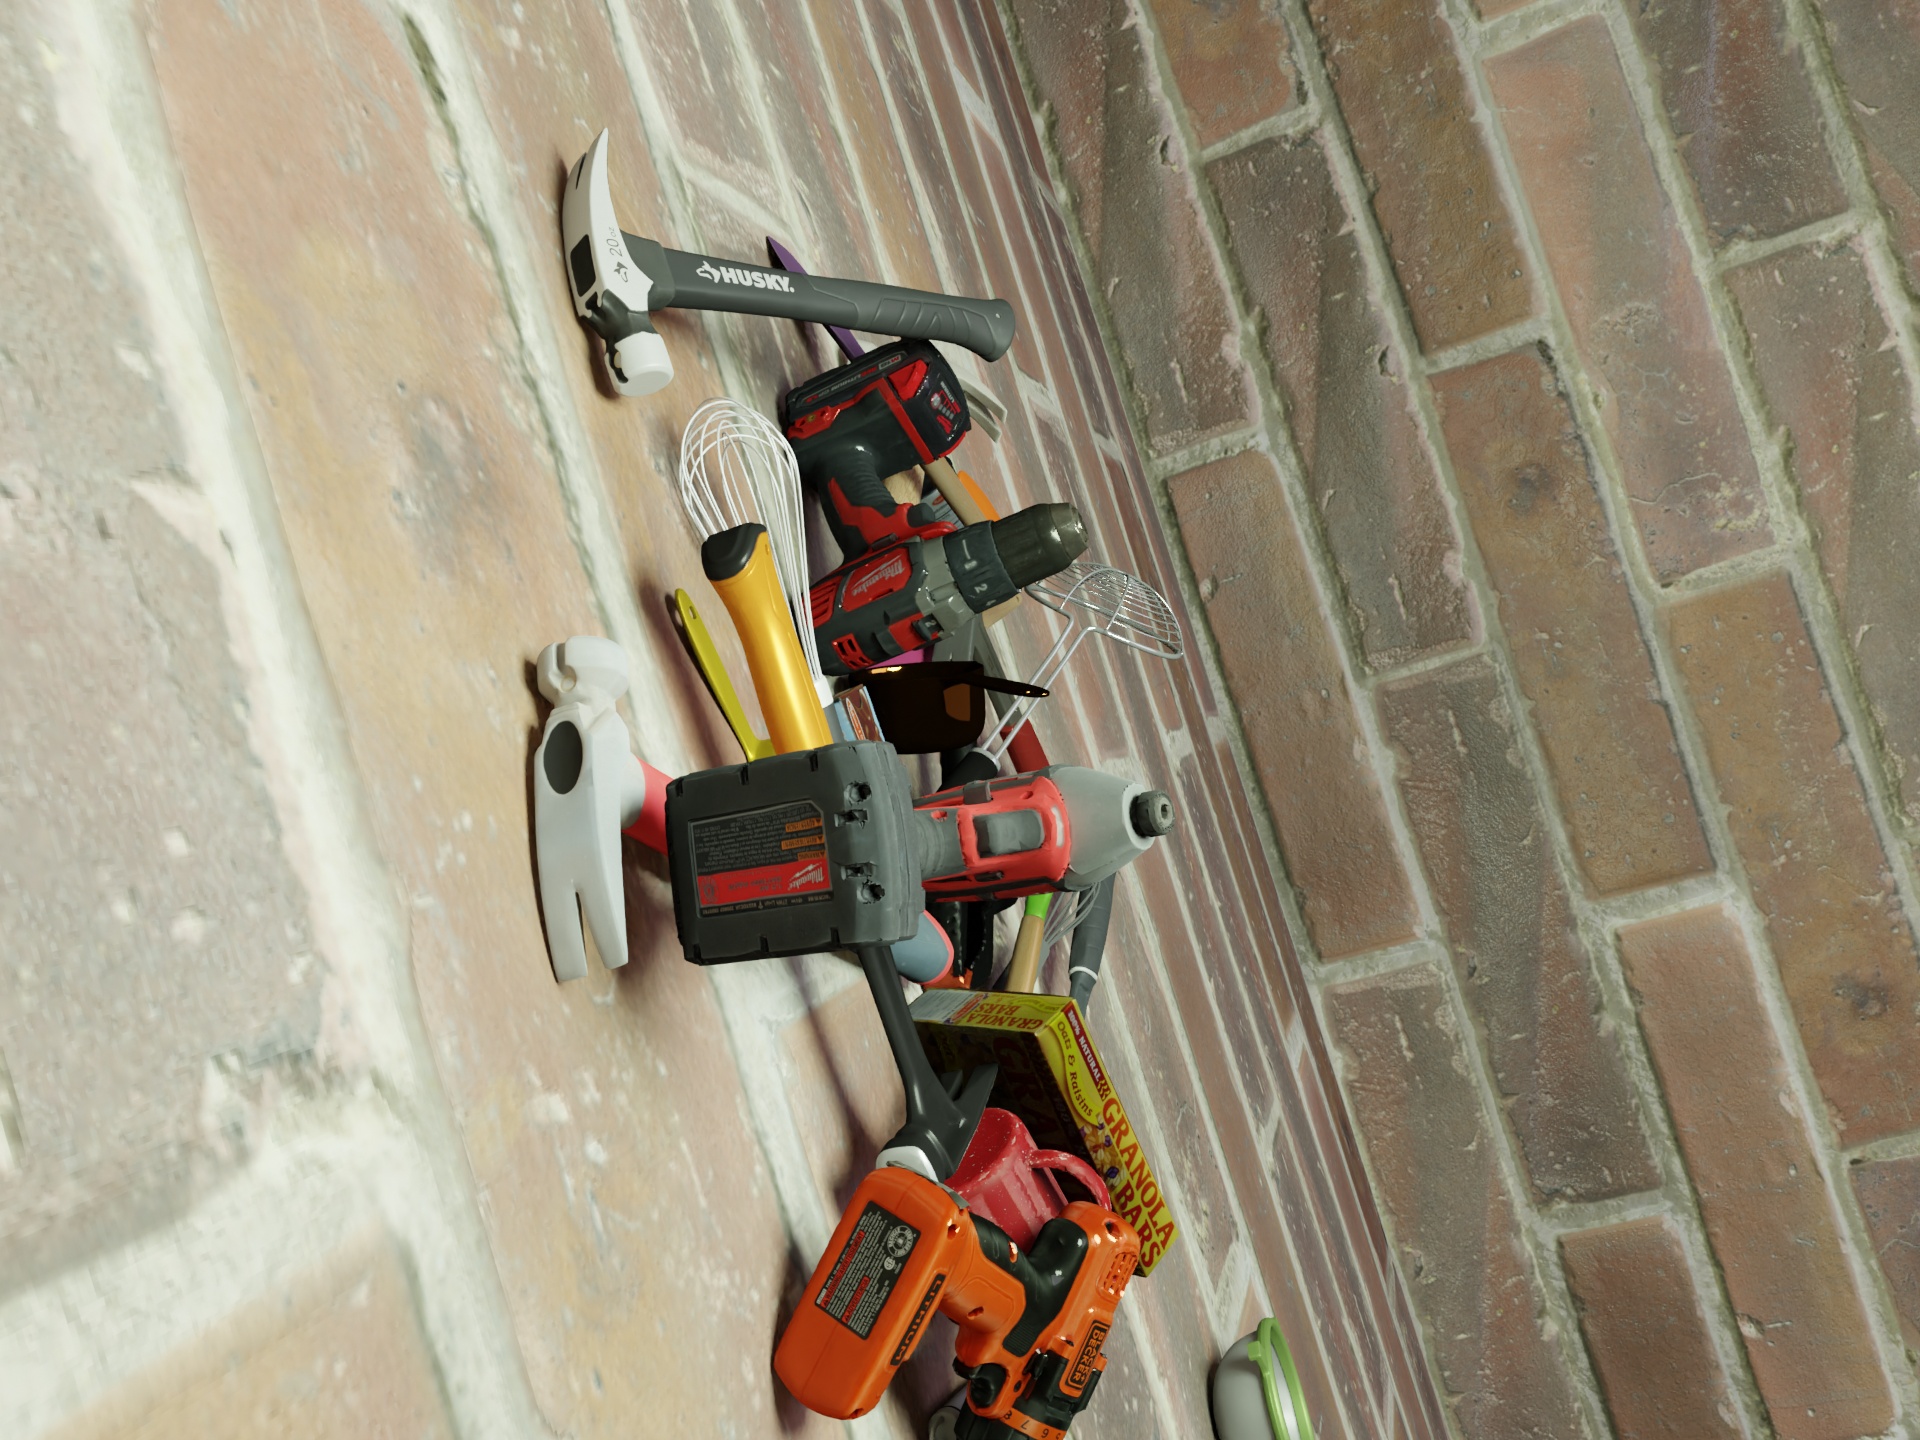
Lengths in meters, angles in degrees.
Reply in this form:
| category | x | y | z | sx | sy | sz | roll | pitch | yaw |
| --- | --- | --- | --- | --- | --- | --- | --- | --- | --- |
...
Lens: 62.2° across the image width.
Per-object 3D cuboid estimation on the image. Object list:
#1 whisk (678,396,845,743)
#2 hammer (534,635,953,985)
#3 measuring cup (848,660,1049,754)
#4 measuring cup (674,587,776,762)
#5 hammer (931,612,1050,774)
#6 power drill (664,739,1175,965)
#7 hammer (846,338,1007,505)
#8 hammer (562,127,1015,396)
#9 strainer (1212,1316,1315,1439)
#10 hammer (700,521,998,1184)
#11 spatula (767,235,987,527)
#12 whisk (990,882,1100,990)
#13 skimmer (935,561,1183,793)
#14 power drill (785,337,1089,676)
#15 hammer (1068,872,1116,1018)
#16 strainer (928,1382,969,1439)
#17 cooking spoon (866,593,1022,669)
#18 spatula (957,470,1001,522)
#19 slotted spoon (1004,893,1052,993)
| category | x | y | z | sx | sy | sz | roll | pitch | yaw |
| --- | --- | --- | --- | --- | --- | --- | --- | --- | --- |
| whisk | -0.096 | -0.045 | 0.904 | 0.070 | 0.070 | 0.284 | -63 | 138 | -69 |
| hammer | -0.087 | 0.095 | 0.798 | 0.386 | 0.038 | 0.143 | 44 | 33 | -60 |
| measuring cup | -0.002 | -0.003 | 0.989 | 0.095 | 0.174 | 0.052 | -10 | 103 | -36 |
| measuring cup | -0.108 | -0.006 | 0.849 | 0.062 | 0.029 | 0.156 | -80 | 150 | -60 |
| hammer | 0.051 | 0.033 | 1.278 | 0.358 | 0.037 | 0.149 | 65 | 29 | -46 |
| power drill | -0.010 | 0.053 | 0.697 | 0.219 | 0.143 | 0.078 | 1 | 80 | -54 |
| hammer | -0.042 | -0.164 | 1.155 | 0.031 | 0.130 | 0.332 | 107 | -6 | -47 |
| hammer | -0.085 | -0.253 | 0.938 | 0.334 | 0.035 | 0.146 | -8 | 73 | -47 |
| strainer | 0.266 | 0.644 | 1.344 | 0.151 | 0.069 | 0.256 | 34 | 41 | -69 |
| hammer | -0.057 | 0.063 | 0.798 | 0.127 | 0.034 | 0.337 | -44 | 117 | -70 |
| spatula | -0.053 | -0.232 | 1.147 | 0.316 | 0.018 | 0.059 | 56 | 14 | 14 |
| whisk | 0.052 | 0.161 | 1.142 | 0.055 | 0.055 | 0.239 | 66 | 29 | -20 |
| skimmer | 0.043 | 0.006 | 1.107 | 0.363 | 0.127 | 0.090 | -53 | 162 | -37 |
| power drill | -0.023 | -0.144 | 1.018 | 0.080 | 0.188 | 0.227 | 52 | 21 | -47 |
| hammer | 0.087 | 0.203 | 1.210 | 0.149 | 0.036 | 0.409 | 62 | 24 | -26 |
| strainer | 0.033 | 0.370 | 0.910 | 0.258 | 0.050 | 0.087 | 10 | 77 | -69 |
| cooking spoon | -0.008 | -0.062 | 1.212 | 0.068 | 0.017 | 0.319 | 70 | 24 | -8 |
| spatula | 0.003 | -0.080 | 1.295 | 0.080 | 0.041 | 0.323 | 51 | 26 | -35 |
| slotted spoon | 0.047 | 0.158 | 1.075 | 0.031 | 0.070 | 0.314 | 121 | -12 | -53 |
